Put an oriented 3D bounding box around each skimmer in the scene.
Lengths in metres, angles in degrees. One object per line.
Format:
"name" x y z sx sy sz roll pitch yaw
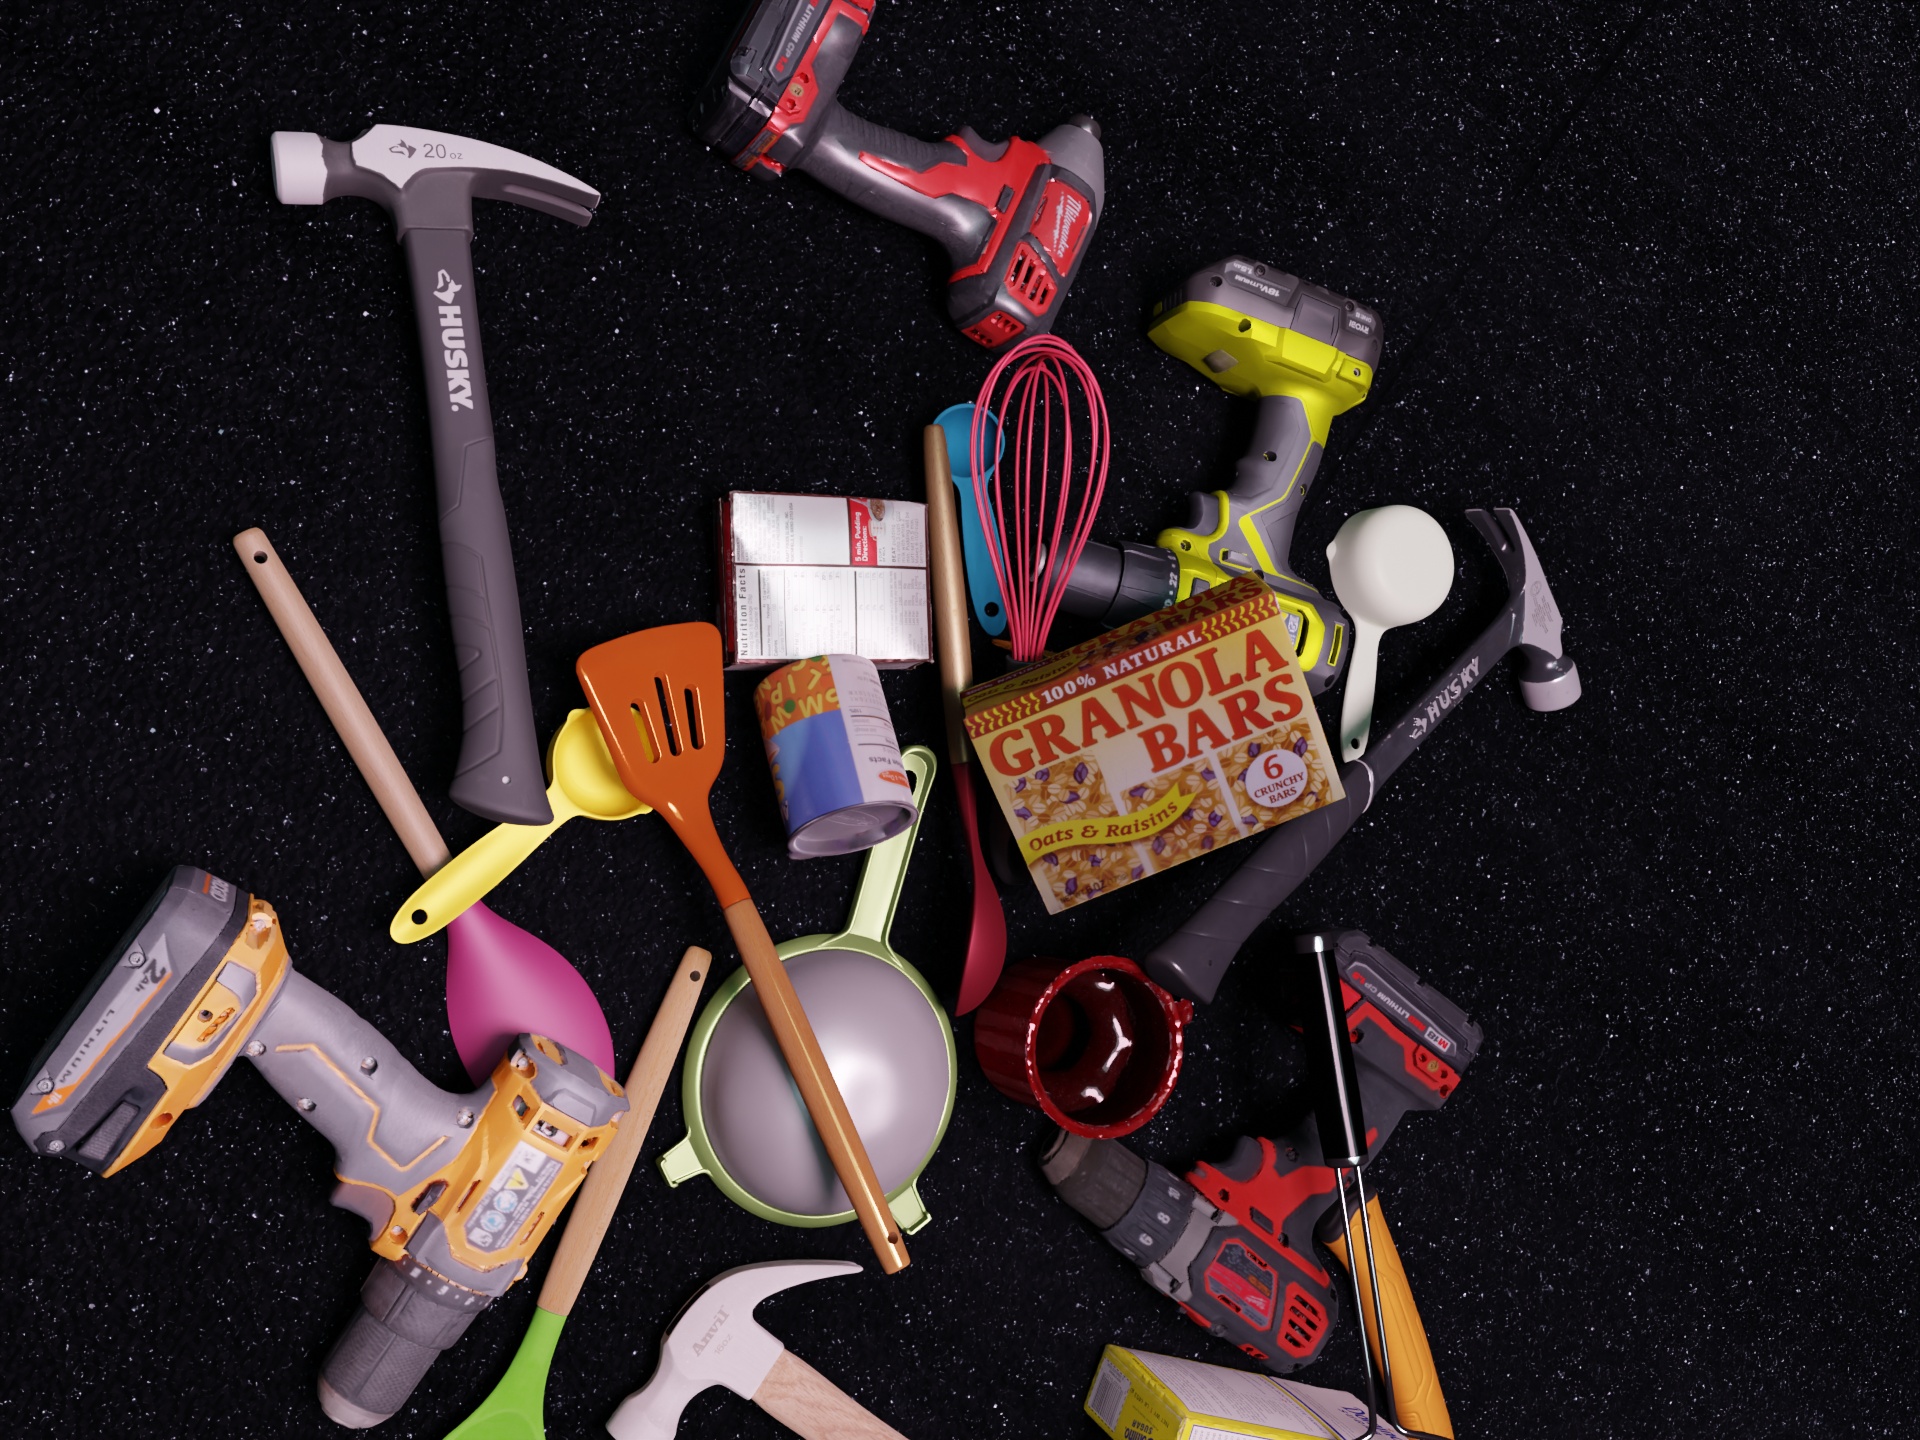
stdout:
"skimmer" 0.213 0.290 0.810 0.127 0.090 0.363 -7 82 2

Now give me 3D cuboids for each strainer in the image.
"strainer" -0.045 0.135 0.810 0.151 0.069 0.256 19 80 -22

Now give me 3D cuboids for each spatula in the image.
"spatula" -0.093 0.107 0.756 0.081 0.041 0.323 -18 77 -39

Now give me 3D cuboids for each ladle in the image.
"ladle" -0.001 -0.003 0.847 0.031 0.069 0.315 -5 85 -2

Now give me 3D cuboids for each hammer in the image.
"hammer" -0.008 0.392 0.802 0.331 0.031 0.130 39 71 -7
"hammer" 0.237 0.023 0.912 0.409 0.036 0.149 -38 116 -32
"hammer" -0.226 -0.115 0.747 0.146 0.035 0.335 -7 83 -25
"hammer" 0.291 0.434 0.964 0.127 0.034 0.337 -22 95 -24

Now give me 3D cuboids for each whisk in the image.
"whisk" 0.037 -0.052 0.838 0.073 0.073 0.295 -5 107 -25

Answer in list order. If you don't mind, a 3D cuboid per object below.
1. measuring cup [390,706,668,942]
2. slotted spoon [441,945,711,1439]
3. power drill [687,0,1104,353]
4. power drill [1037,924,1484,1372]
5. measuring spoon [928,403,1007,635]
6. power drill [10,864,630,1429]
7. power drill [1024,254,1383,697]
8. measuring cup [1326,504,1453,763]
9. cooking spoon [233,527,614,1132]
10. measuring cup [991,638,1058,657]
"measuring cup" -0.209 0.051 0.761 0.156 0.029 0.062 -42 104 -22
"slotted spoon" -0.183 0.258 0.763 0.070 0.031 0.314 28 73 -26
"power drill" -0.020 -0.311 0.852 0.219 0.078 0.143 30 75 -23
"power drill" 0.168 0.224 0.897 0.188 0.080 0.227 38 75 -6
"measuring spoon" 0.010 -0.111 0.884 0.042 0.021 0.128 -8 100 1
"power drill" -0.285 0.190 0.692 0.226 0.084 0.185 36 82 -23
"power drill" 0.145 -0.140 0.915 0.190 0.080 0.228 16 82 -18
"measuring cup" 0.263 -0.054 0.981 0.083 0.038 0.168 17 78 -23
"cooking spoon" -0.255 0.055 0.748 0.069 0.017 0.319 -31 100 -23
"measuring cup" 0.094 0.001 0.890 0.173 0.095 0.052 17 101 -1
